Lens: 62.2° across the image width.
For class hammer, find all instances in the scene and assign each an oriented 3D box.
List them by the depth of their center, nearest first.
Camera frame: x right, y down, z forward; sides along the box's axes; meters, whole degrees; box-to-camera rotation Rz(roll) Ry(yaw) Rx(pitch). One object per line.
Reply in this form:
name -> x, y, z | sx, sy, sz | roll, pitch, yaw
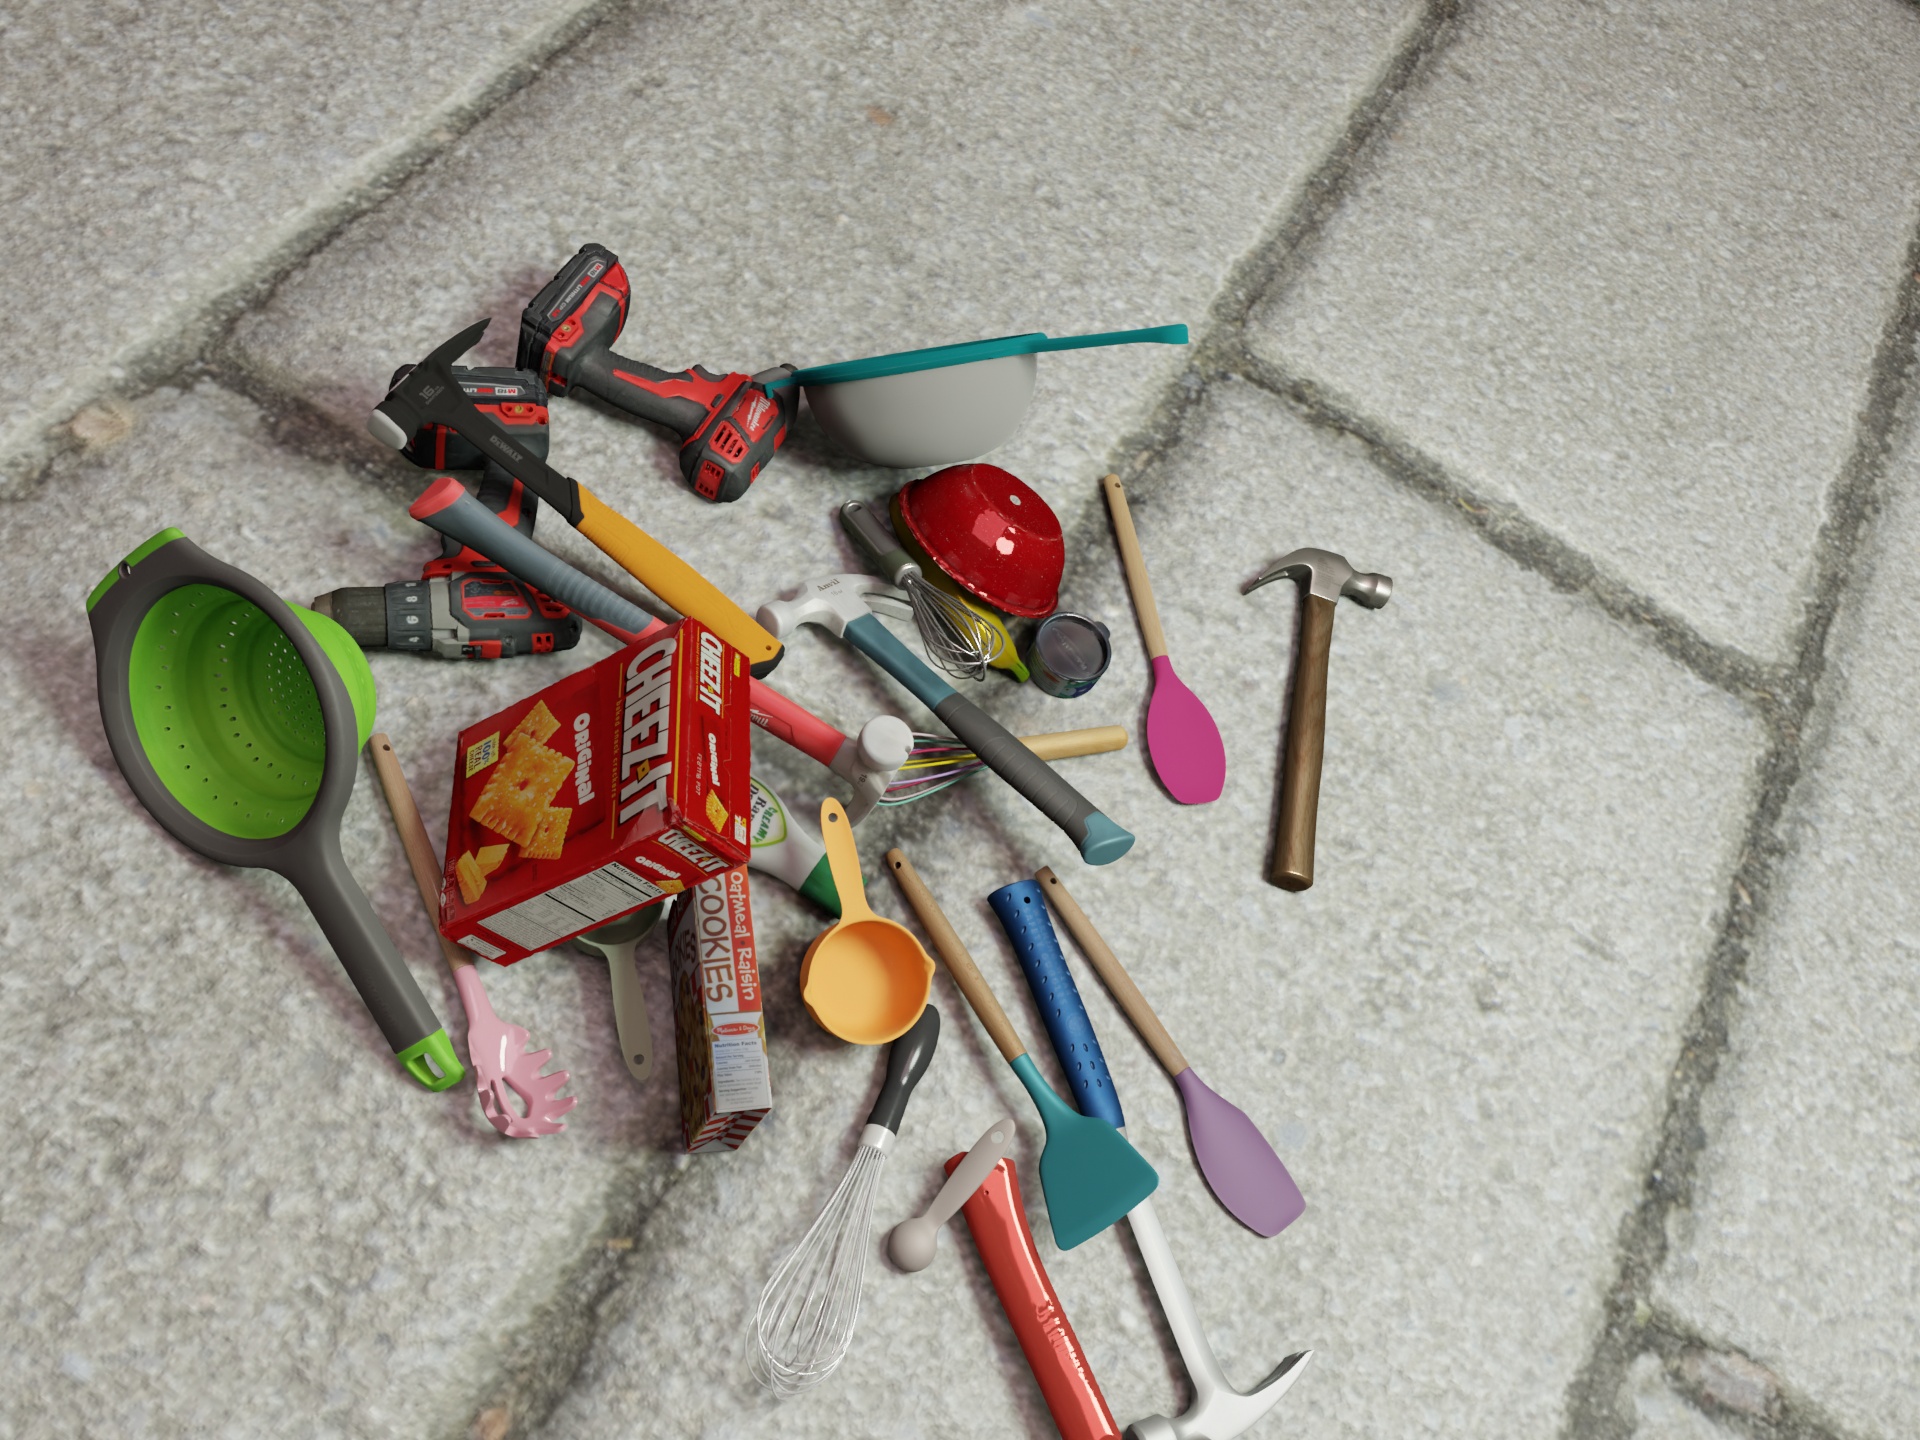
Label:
hammer -> 0.069, 0.451, 1.028 | 0.149, 0.036, 0.359 | -27, 67, -1
hammer -> 0.115, 0.303, 1.135 | 0.144, 0.035, 0.406 | -13, 68, -23
hammer -> -0.220, -0.049, 1.139 | 0.386, 0.143, 0.038 | 32, 57, -2
hammer -> -0.264, -0.151, 1.182 | 0.336, 0.034, 0.127 | 40, 54, -13
hammer -> -0.002, -0.004, 1.215 | 0.331, 0.033, 0.128 | 41, 45, 20
hammer -> 0.295, -0.009, 1.359 | 0.130, 0.031, 0.332 | 18, 60, -9

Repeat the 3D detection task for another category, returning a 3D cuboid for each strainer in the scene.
strainer -> 0.027, -0.254, 1.267 | 0.211, 0.340, 0.095 | -29, 116, -54

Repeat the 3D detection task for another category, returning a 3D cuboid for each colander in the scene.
colander -> -0.418, 0.058, 1.056 | 0.397, 0.204, 0.094 | 60, 26, -1

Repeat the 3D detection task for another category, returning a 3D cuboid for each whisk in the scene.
whisk -> -0.068, 0.310, 1.063 | 0.070, 0.070, 0.285 | 26, 54, -4
whisk -> -0.038, -0.109, 1.246 | 0.058, 0.059, 0.247 | -25, 45, -15
whisk -> 0.025, 0.028, 1.247 | 0.245, 0.047, 0.051 | -7, 65, -25

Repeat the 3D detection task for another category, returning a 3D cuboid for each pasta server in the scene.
pasta server -> -0.340, 0.140, 1.072 | 0.060, 0.040, 0.316 | -3, 59, -50

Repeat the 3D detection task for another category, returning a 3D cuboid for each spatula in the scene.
spatula -> 0.026, 0.216, 1.126 | 0.082, 0.044, 0.318 | -36, 65, 5
spatula -> 0.148, 0.242, 1.188 | 0.060, 0.018, 0.316 | -28, 75, -27

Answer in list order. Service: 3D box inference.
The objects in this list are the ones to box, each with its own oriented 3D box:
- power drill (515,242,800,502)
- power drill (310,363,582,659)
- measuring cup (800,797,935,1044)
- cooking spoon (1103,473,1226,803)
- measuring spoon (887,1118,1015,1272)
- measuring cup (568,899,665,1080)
power drill -> -0.240, -0.286, 1.307 | 0.219, 0.078, 0.143 | 32, 58, -3
power drill -> -0.386, -0.150, 1.188 | 0.188, 0.080, 0.227 | -3, 68, -20
measuring cup -> -0.079, 0.142, 1.124 | 0.095, 0.052, 0.174 | -11, 84, -18
cooking spoon -> 0.165, -0.075, 1.359 | 0.068, 0.017, 0.319 | -3, 65, -20
measuring spoon -> -0.006, 0.316, 1.066 | 0.034, 0.018, 0.124 | 38, 87, 26
measuring cup -> -0.235, 0.168, 1.092 | 0.083, 0.038, 0.168 | -7, 68, -21
